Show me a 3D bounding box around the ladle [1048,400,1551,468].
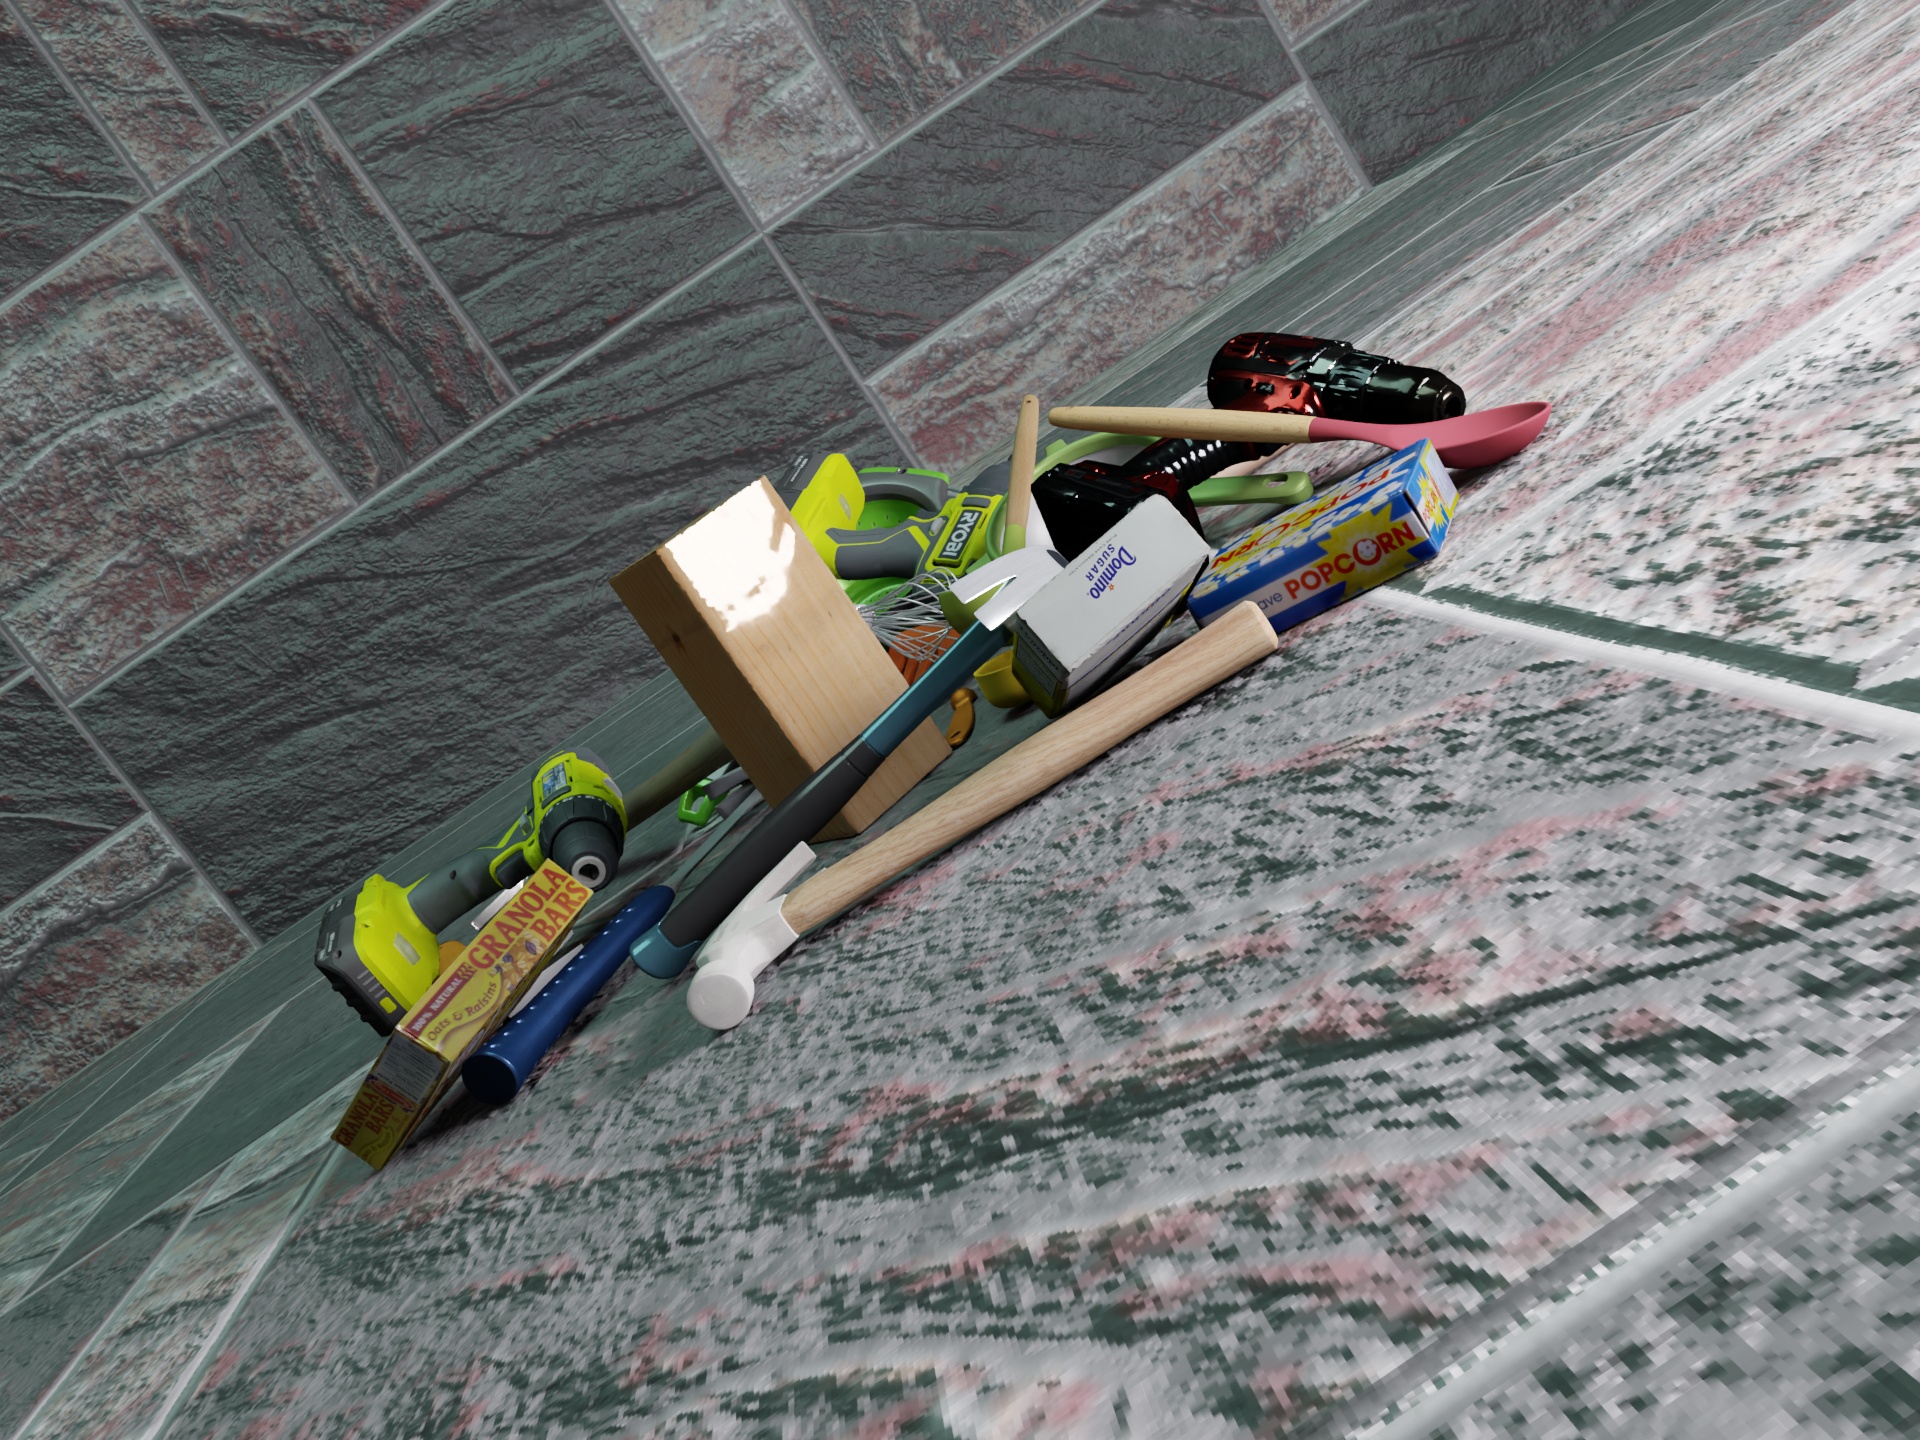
[{"bbox_3d":[0.177,-0.167,0.903,0.316,0.031,0.069,12,32,39],"label":"ladle"}]

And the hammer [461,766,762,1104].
[{"bbox_3d":[-0.198,0.114,1.058,0.144,0.035,0.406,-27,14,32],"label":"hammer"}]

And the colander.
[{"bbox_3d":[-0.121,-0.052,1.405,0.205,0.094,0.397,10,58,35],"label":"colander"}]

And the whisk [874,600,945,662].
[{"bbox_3d":[-0.070,-0.075,1.285,0.246,0.059,0.057,9,-2,44],"label":"whisk"}]

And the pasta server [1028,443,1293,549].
[{"bbox_3d":[0.164,-0.172,1.211,0.316,0.060,0.040,-32,48,1],"label":"pasta server"}]

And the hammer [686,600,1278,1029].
[{"bbox_3d":[0.010,0.039,0.797,0.331,0.031,0.130,-32,12,8],"label":"hammer"}]

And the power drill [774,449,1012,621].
[{"bbox_3d":[-0.053,-0.163,1.346,0.223,0.080,0.171,9,58,29],"label":"power drill"}]

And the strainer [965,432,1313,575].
[{"bbox_3d":[0.137,-0.137,1.110,0.256,0.069,0.151,2,49,41],"label":"strainer"}]

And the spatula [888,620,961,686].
[{"bbox_3d":[-0.092,0.030,1.093,0.081,0.041,0.323,-8,28,41],"label":"spatula"}]

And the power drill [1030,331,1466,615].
[{"bbox_3d":[0.178,-0.162,0.982,0.227,0.080,0.188,-39,35,-19],"label":"power drill"}]

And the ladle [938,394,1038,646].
[{"bbox_3d":[0.037,-0.157,1.112,0.078,0.062,0.320,-8,38,13],"label":"ladle"}]

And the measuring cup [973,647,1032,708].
[{"bbox_3d":[0.083,-0.048,0.991,0.156,0.029,0.062,-24,10,-11],"label":"measuring cup"}]

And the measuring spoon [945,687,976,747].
[{"bbox_3d":[-0.002,-0.003,1.049,0.021,0.011,0.117,-32,12,11],"label":"measuring spoon"}]

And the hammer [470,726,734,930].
[{"bbox_3d":[-0.268,0.077,1.274,0.410,0.038,0.146,-31,15,48],"label":"hammer"}]

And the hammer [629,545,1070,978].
[{"bbox_3d":[-0.059,0.025,0.899,0.331,0.033,0.128,-44,-14,3],"label":"hammer"}]

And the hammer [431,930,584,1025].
[{"bbox_3d":[-0.370,0.194,1.216,0.127,0.034,0.337,-39,12,-20],"label":"hammer"}]

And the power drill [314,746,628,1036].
[{"bbox_3d":[-0.339,0.120,1.136,0.228,0.080,0.191,-35,23,-4],"label":"power drill"}]

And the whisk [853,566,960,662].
[{"bbox_3d":[-0.061,-0.075,1.181,0.070,0.070,0.285,-39,20,-21],"label":"whisk"}]
